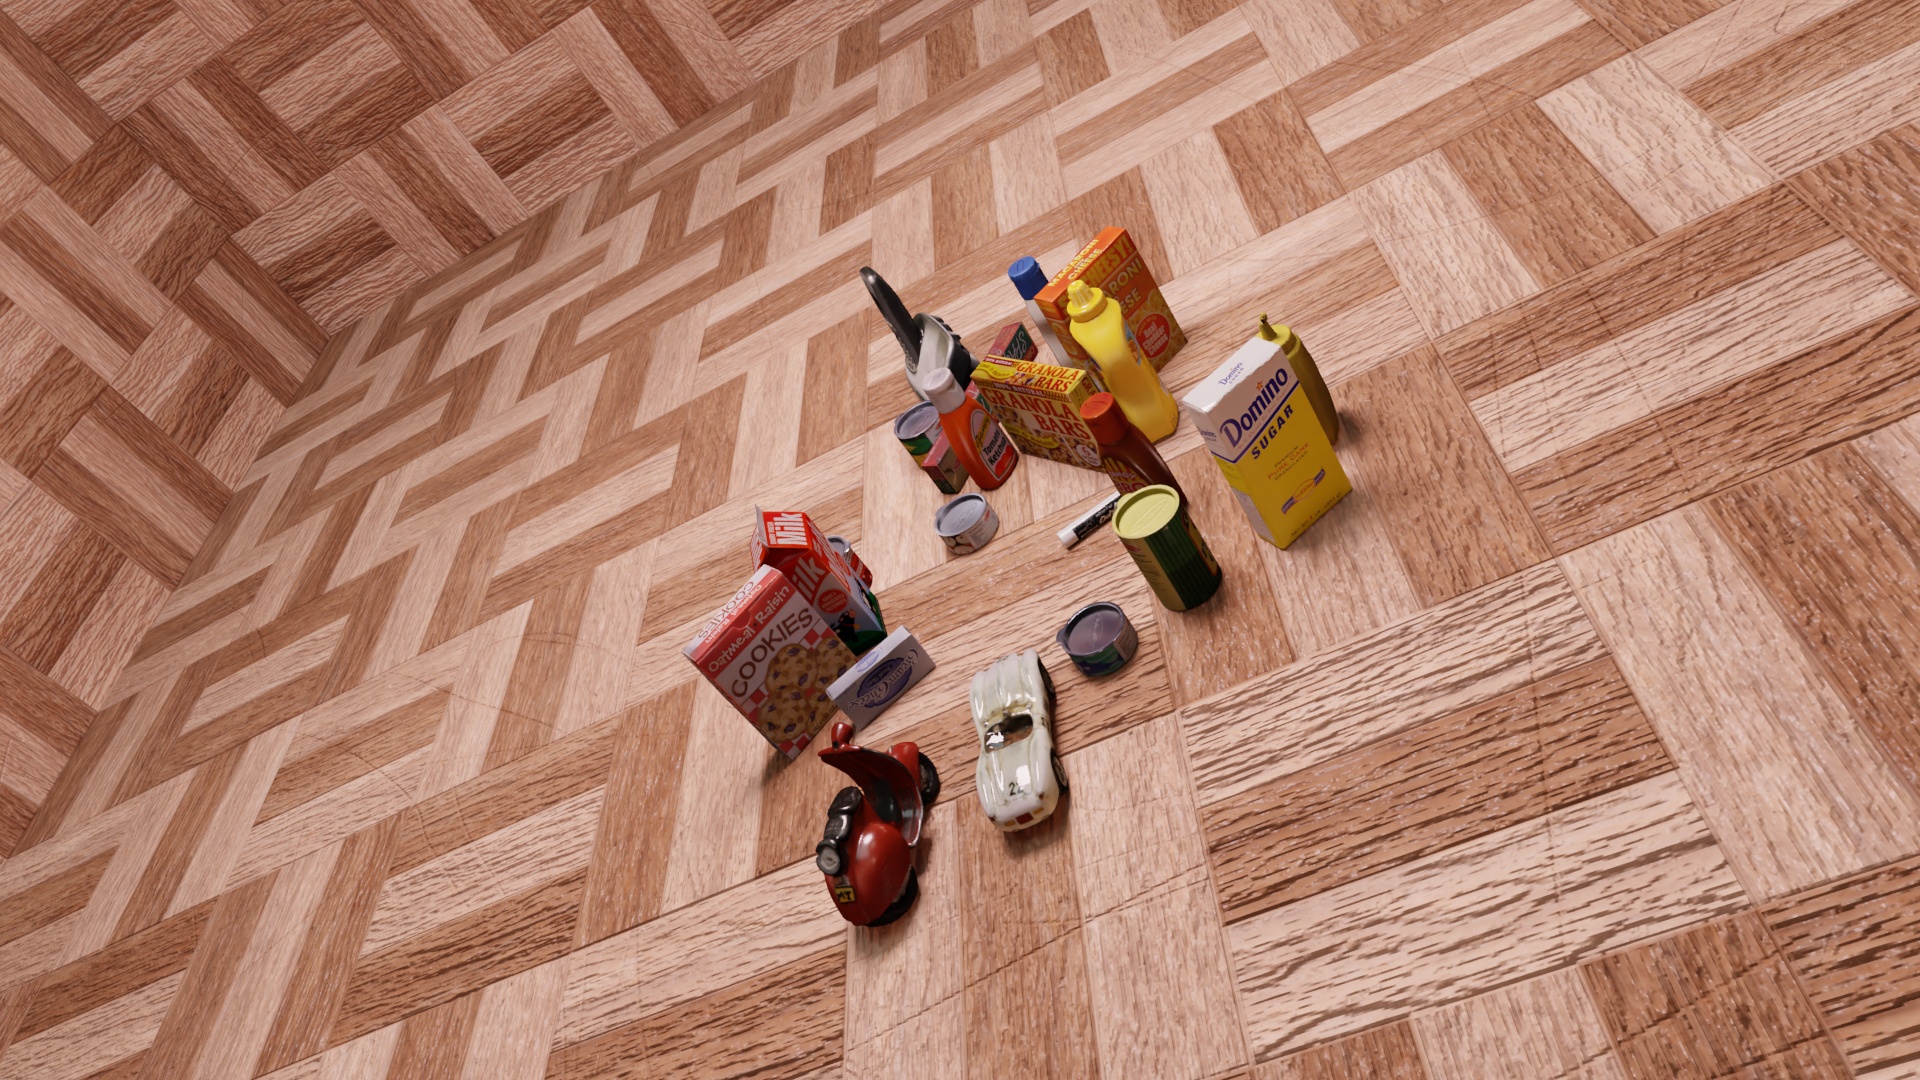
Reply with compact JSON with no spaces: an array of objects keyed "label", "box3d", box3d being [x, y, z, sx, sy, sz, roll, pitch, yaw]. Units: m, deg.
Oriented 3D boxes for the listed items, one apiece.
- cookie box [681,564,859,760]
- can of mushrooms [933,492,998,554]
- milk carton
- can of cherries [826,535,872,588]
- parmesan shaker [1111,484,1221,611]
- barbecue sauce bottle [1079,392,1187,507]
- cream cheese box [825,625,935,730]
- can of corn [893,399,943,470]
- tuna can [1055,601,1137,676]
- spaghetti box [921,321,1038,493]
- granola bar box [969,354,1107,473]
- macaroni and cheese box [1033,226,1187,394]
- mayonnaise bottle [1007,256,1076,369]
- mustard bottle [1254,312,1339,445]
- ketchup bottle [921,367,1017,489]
[{"label":"cookie box","box3d":[-0.184,0.125,1.410,0.123,0.167,0.040,-49,36,-17]},{"label":"can of mushrooms","box3d":[0.005,-0.019,1.534,0.071,0.033,0.071,-23,36,19]},{"label":"milk carton","box3d":[-0.161,0.042,1.468,0.073,0.190,0.072,-31,34,8]},{"label":"can of cherries","box3d":[-0.140,0.037,1.572,0.071,0.058,0.072,-23,36,19]},{"label":"parmesan shaker","box3d":[0.190,0.006,1.281,0.071,0.102,0.072,-23,36,19]},{"label":"barbecue sauce bottle","box3d":[0.166,-0.081,1.365,0.065,0.148,0.044,9,55,47]},{"label":"cream cheese box","box3d":[-0.080,0.138,1.404,0.104,0.053,0.024,-40,34,-6]},{"label":"can of corn","box3d":[-0.039,-0.127,1.679,0.071,0.058,0.071,-23,36,19]},{"label":"tuna can","box3d":[0.127,0.093,1.295,0.071,0.032,0.071,-23,36,19]},{"label":"spaghetti box","box3d":[0.027,-0.162,1.671,0.028,0.050,0.251,-3,46,40]},{"label":"granola bar box","box3d":[0.100,-0.138,1.513,0.039,0.124,0.165,-49,36,-17]},{"label":"macaroni and cheese box","box3d":[0.168,-0.244,1.542,0.124,0.166,0.040,-46,35,-13]},{"label":"mayonnaise bottle","box3d":[0.105,-0.268,1.641,0.041,0.147,0.065,-23,36,19]},{"label":"mustard bottle","box3d":[0.312,-0.156,1.317,0.048,0.159,0.066,-18,38,26]},{"label":"ketchup bottle","box3d":[0.008,-0.128,1.559,0.043,0.148,0.065,-1,48,41]}]
